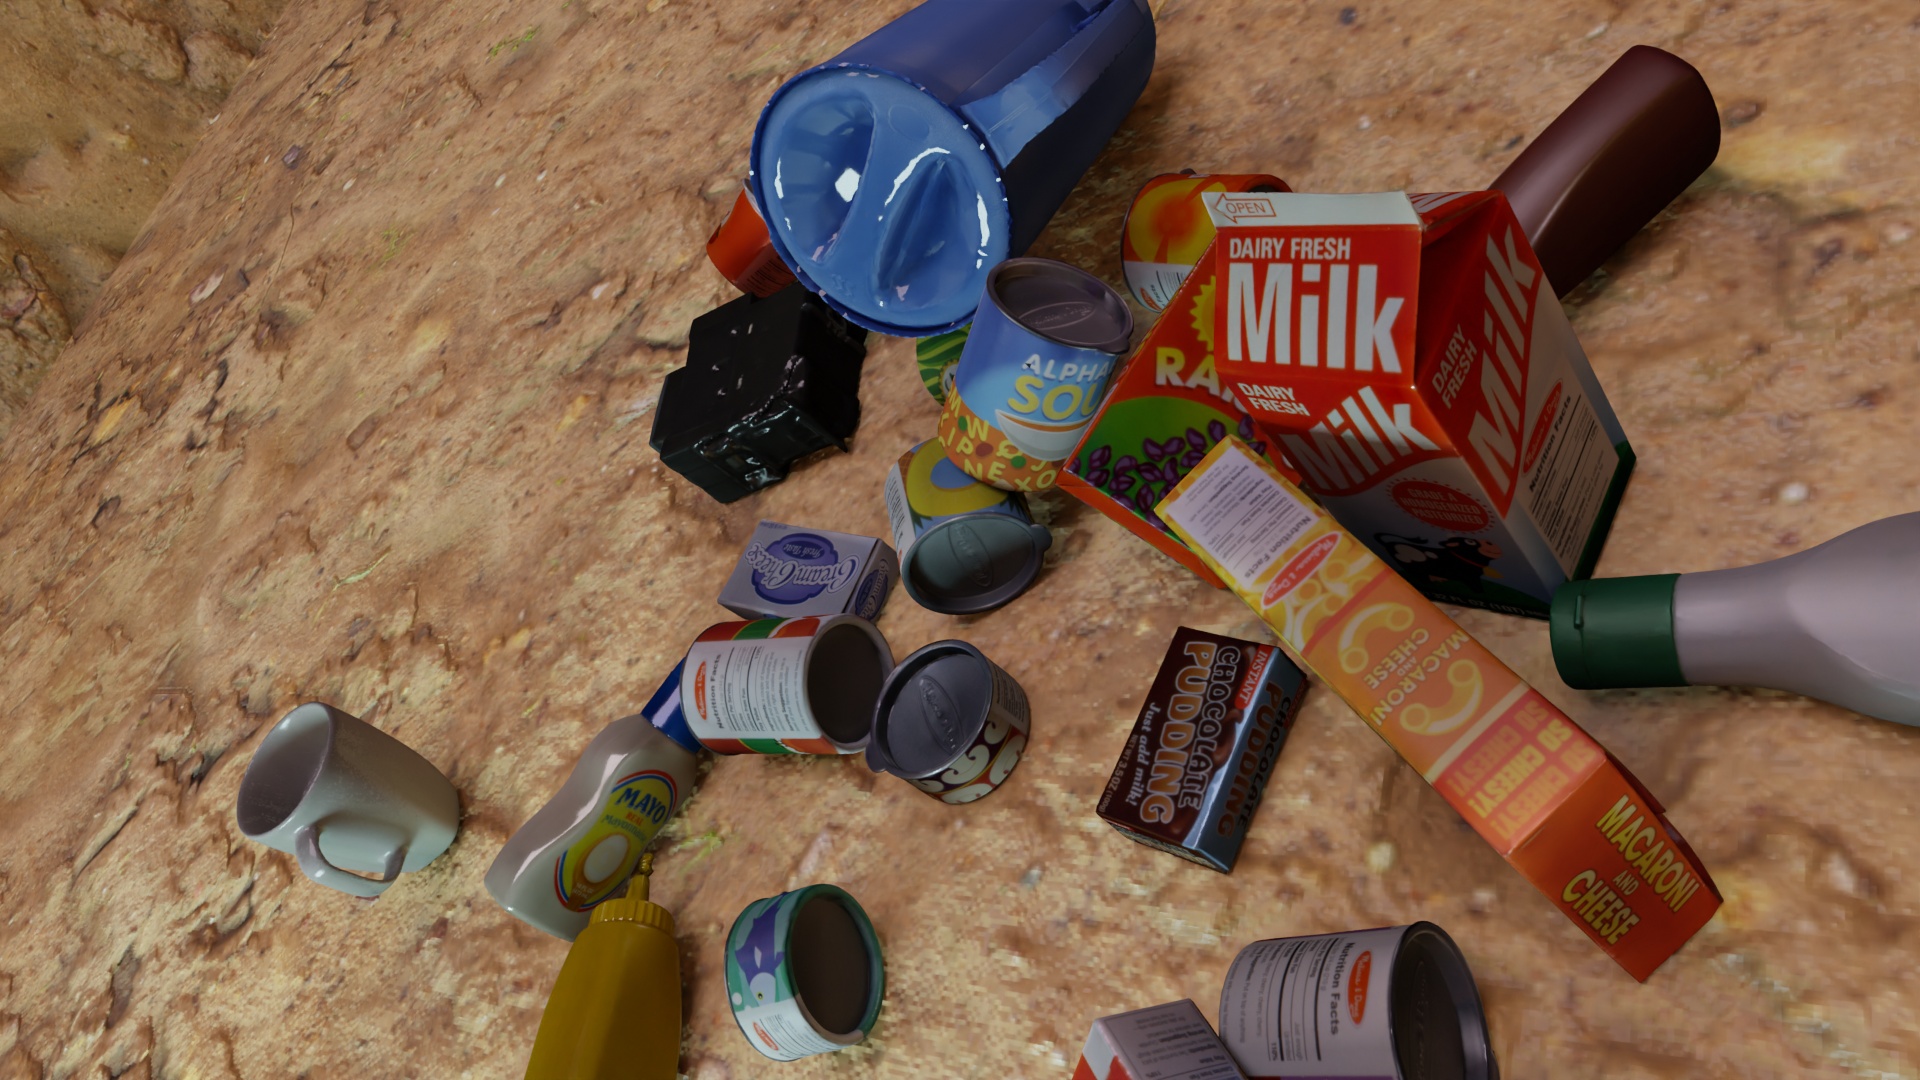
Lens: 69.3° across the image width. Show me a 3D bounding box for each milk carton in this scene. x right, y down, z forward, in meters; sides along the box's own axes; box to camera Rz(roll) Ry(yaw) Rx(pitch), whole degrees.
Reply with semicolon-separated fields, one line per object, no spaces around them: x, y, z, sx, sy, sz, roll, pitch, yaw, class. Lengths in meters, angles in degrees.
0.150;-0.052;0.455;0.072;0.190;0.073;13;69;46;milk carton

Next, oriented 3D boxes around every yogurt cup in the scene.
-0.128;-0.193;0.905;0.053;0.072;0.073;-43;41;20;yogurt cup

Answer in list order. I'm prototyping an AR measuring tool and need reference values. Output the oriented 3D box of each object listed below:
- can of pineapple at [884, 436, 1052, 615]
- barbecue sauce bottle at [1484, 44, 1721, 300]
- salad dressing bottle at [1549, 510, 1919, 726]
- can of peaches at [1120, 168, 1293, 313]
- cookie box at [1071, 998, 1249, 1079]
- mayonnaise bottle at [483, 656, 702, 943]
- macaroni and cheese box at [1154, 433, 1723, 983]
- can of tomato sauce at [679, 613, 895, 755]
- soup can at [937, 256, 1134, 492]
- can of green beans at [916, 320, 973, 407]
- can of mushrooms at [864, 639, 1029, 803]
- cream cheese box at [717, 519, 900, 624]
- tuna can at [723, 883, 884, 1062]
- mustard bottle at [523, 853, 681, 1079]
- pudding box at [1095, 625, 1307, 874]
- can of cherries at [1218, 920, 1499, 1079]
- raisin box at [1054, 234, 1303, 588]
0.002;-0.008;0.650;0.071;0.071;0.058;-34;43;18;can of pineapple
0.220;-0.117;0.535;0.148;0.064;0.044;-43;49;4;barbecue sauce bottle
0.258;0.025;0.416;0.147;0.044;0.064;-6;59;40;salad dressing bottle
0.118;-0.139;0.643;0.058;0.071;0.071;16;72;46;can of peaches
0.076;0.234;0.378;0.168;0.040;0.122;51;133;49;cookie box
-0.171;0.128;0.705;0.041;0.064;0.148;26;76;45;mayonnaise bottle
0.146;0.048;0.435;0.040;0.123;0.167;-46;41;7;macaroni and cheese box
-0.081;0.069;0.666;0.083;0.071;0.071;-7;56;38;can of tomato sauce
0.033;-0.071;0.616;0.072;0.071;0.083;-107;28;-44;soup can
0.020;-0.097;0.699;0.058;0.071;0.071;2;63;43;can of green beans
-0.006;0.082;0.614;0.071;0.033;0.071;-22;48;28;can of mushrooms
-0.080;0.021;0.731;0.104;0.024;0.053;9;67;45;cream cheese box
-0.062;0.174;0.570;0.032;0.071;0.071;-23;48;27;tuna can
-0.156;0.216;0.626;0.048;0.065;0.161;-20;43;23;mustard bottle
0.093;0.079;0.531;0.049;0.030;0.084;12;69;45;pudding box
0.121;0.154;0.422;0.058;0.071;0.072;-20;49;37;can of cherries
0.108;-0.054;0.575;0.123;0.086;0.040;-56;-3;-8;raisin box
